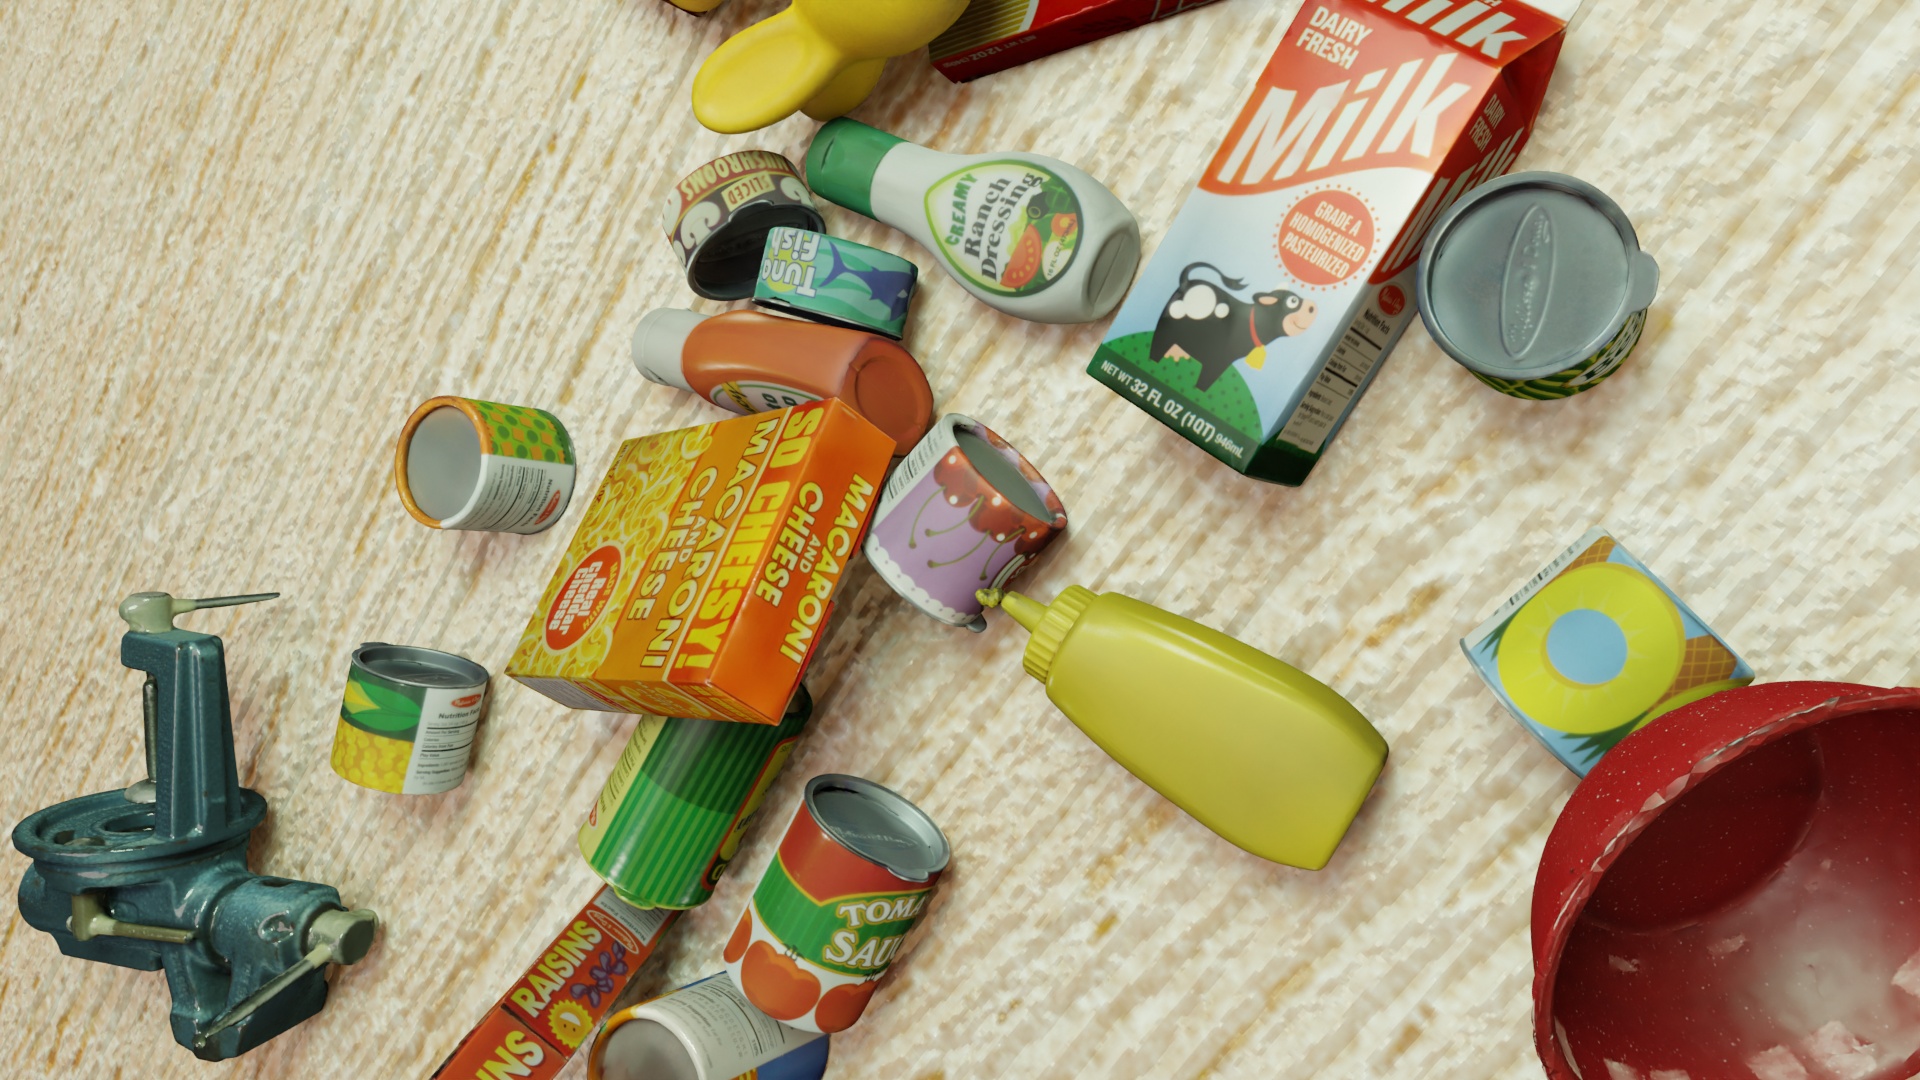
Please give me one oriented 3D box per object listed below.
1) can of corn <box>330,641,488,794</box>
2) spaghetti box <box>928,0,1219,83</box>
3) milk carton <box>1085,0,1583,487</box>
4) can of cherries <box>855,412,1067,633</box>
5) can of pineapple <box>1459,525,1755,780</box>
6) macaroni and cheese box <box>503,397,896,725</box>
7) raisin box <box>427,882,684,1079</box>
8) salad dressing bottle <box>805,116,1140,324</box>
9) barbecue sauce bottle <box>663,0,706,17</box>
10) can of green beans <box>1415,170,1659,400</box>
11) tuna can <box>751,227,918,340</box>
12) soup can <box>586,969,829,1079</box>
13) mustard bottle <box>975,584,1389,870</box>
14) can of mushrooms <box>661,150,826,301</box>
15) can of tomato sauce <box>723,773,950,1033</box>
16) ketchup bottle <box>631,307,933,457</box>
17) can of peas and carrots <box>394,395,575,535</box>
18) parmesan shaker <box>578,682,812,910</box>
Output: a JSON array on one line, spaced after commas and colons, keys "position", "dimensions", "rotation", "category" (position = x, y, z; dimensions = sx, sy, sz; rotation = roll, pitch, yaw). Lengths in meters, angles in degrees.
[{"position": [-0.282, 0.090, 0.706], "dimensions": [0.071, 0.071, 0.058], "rotation": [18, 97, 28], "category": "can of corn"}, {"position": [0.098, -0.237, 0.534], "dimensions": [0.250, 0.029, 0.050], "rotation": [-8, 85, 28], "category": "spaghetti box"}, {"position": [0.132, -0.118, 0.484], "dimensions": [0.072, 0.073, 0.190], "rotation": [38, 105, 25], "category": "milk carton"}, {"position": [0.002, -0.007, 0.557], "dimensions": [0.058, 0.071, 0.071], "rotation": [-47, 68, 18], "category": "can of cherries"}, {"position": [0.205, 0.039, 0.440], "dimensions": [0.057, 0.071, 0.071], "rotation": [-47, 68, 19], "category": "can of pineapple"}, {"position": [-0.110, 0.010, 0.575], "dimensions": [0.166, 0.040, 0.124], "rotation": [-4, 57, 47], "category": "macaroni and cheese box"}, {"position": [-0.180, 0.205, 0.609], "dimensions": [0.040, 0.124, 0.086], "rotation": [41, 109, -1], "category": "raisin box"}, {"position": [0.001, -0.136, 0.574], "dimensions": [0.148, 0.044, 0.064], "rotation": [28, 102, 27], "category": "salad dressing bottle"}, {"position": [-0.116, -0.326, 0.648], "dimensions": [0.065, 0.044, 0.148], "rotation": [34, 103, 27], "category": "barbecue sauce bottle"}, {"position": [0.190, -0.082, 0.459], "dimensions": [0.071, 0.058, 0.071], "rotation": [-1, 87, 29], "category": "can of green beans"}, {"position": [-0.054, -0.109, 0.588], "dimensions": [0.071, 0.071, 0.033], "rotation": [16, 95, 28], "category": "tuna can"}, {"position": [-0.108, 0.224, 0.594], "dimensions": [0.071, 0.084, 0.071], "rotation": [-1, 88, 29], "category": "soup can"}, {"position": [0.075, 0.056, 0.512], "dimensions": [0.160, 0.049, 0.065], "rotation": [32, 102, 18], "category": "mustard bottle"}, {"position": [-0.096, -0.140, 0.613], "dimensions": [0.071, 0.071, 0.033], "rotation": [-34, 71, 23], "category": "can of mushrooms"}, {"position": [-0.051, 0.151, 0.576], "dimensions": [0.071, 0.071, 0.083], "rotation": [34, 105, 26], "category": "can of tomato sauce"}, {"position": [-0.084, -0.075, 0.611], "dimensions": [0.149, 0.064, 0.043], "rotation": [17, 75, 37], "category": "ketchup bottle"}, {"position": [-0.238, -0.038, 0.693], "dimensions": [0.071, 0.059, 0.071], "rotation": [-2, 87, 28], "category": "can of peas and carrots"}, {"position": [-0.116, 0.102, 0.612], "dimensions": [0.071, 0.071, 0.103], "rotation": [36, 104, 25], "category": "parmesan shaker"}]
